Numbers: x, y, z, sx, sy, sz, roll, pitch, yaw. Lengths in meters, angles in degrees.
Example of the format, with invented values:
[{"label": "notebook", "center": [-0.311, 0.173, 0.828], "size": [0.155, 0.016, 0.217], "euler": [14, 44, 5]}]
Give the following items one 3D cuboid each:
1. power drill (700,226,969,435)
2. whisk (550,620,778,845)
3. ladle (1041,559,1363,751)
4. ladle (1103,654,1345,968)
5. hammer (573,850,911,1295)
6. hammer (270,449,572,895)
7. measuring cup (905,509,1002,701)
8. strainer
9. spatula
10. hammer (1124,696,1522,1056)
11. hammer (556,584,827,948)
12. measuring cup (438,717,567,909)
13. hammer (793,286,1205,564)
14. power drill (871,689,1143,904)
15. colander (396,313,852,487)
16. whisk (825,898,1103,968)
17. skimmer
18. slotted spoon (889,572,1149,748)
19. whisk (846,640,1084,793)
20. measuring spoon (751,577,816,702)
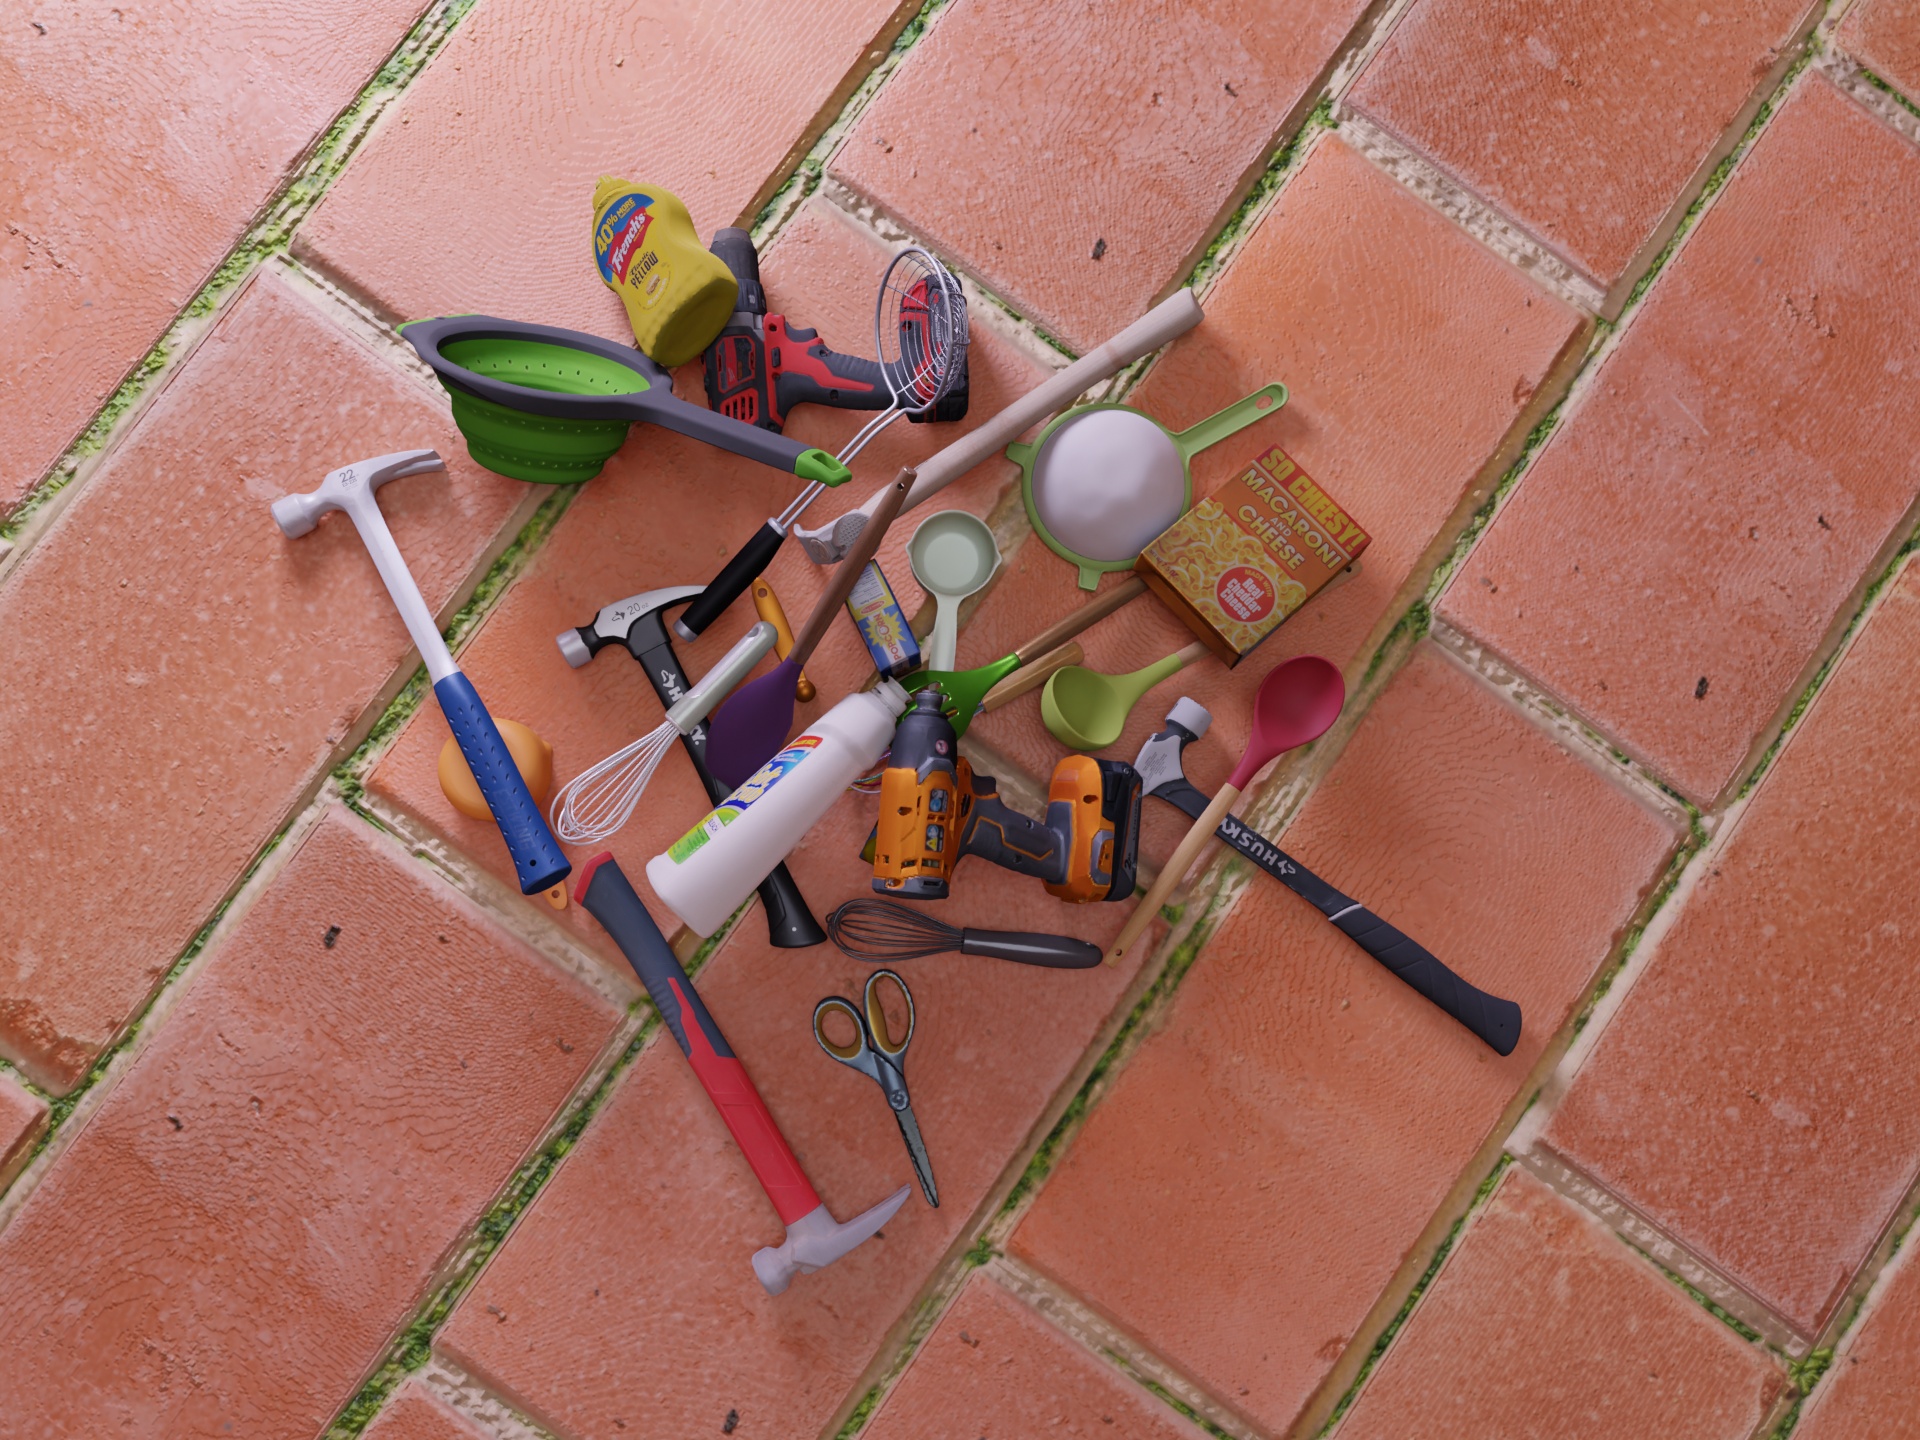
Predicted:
[{"label": "power drill", "center": [-0.110, -0.334, 1.362], "size": [0.226, 0.080, 0.188], "euler": [-4, 86, -1]}, {"label": "whisk", "center": [-0.240, 0.008, 1.305], "size": [0.246, 0.058, 0.059], "euler": [-46, 124, -9]}, {"label": "ladle", "center": [0.213, -0.067, 1.370], "size": [0.320, 0.062, 0.078], "euler": [-28, 80, -8]}, {"label": "ladle", "center": [0.216, 0.078, 1.336], "size": [0.069, 0.031, 0.315], "euler": [36, 88, 2]}, {"label": "hammer", "center": [-0.194, 0.273, 1.323], "size": [0.143, 0.038, 0.386], "euler": [-31, 88, -7]}, {"label": "hammer", "center": [-0.417, -0.045, 1.296], "size": [0.144, 0.035, 0.406], "euler": [-29, 75, -7]}, {"label": "measuring cup", "center": [-0.012, -0.095, 1.365], "size": [0.083, 0.038, 0.167], "euler": [6, 85, -4]}, {"label": "strainer", "center": [0.177, -0.232, 1.373], "size": [0.256, 0.069, 0.151], "euler": [-29, 88, -4]}, {"label": "spatula", "center": [-0.120, -0.070, 1.261], "size": [0.060, 0.018, 0.315], "euler": [34, 113, -2]}, {"label": "hammer", "center": [0.312, 0.157, 1.367], "size": [0.409, 0.036, 0.149], "euler": [36, 85, 0]}, {"label": "hammer", "center": [-0.200, 0.042, 1.343], "size": [0.146, 0.035, 0.335], "euler": [-28, 88, -5]}, {"label": "measuring cup", "center": [-0.370, 0.078, 1.319], "size": [0.095, 0.052, 0.174], "euler": [-26, 85, -5]}, {"label": "hammer", "center": [0.040, -0.255, 1.359], "size": [0.410, 0.146, 0.038], "euler": [-36, 108, -16]}, {"label": "power drill", "center": [0.037, 0.067, 1.288], "size": [0.226, 0.084, 0.164], "euler": [8, 84, -32]}, {"label": "colander", "center": [-0.272, -0.225, 1.284], "size": [0.397, 0.204, 0.094], "euler": [22, 116, 16]}, {"label": "whisk", "center": [0.004, 0.186, 1.340], "size": [0.239, 0.055, 0.055], "euler": [8, 85, -7]}, {"label": "skimmer", "center": [-0.124, -0.214, 1.278], "size": [0.363, 0.090, 0.127], "euler": [-46, 47, 7]}, {"label": "slotted spoon", "center": [0.067, -0.066, 1.349], "size": [0.314, 0.031, 0.070], "euler": [-32, 80, -17]}, {"label": "whisk", "center": [-0.002, -0.004, 1.361], "size": [0.245, 0.051, 0.047], "euler": [-28, 122, -10]}, {"label": "measuring spoon", "center": [-0.153, -0.070, 1.366], "size": [0.021, 0.011, 0.117], "euler": [-23, 87, -5]}]
